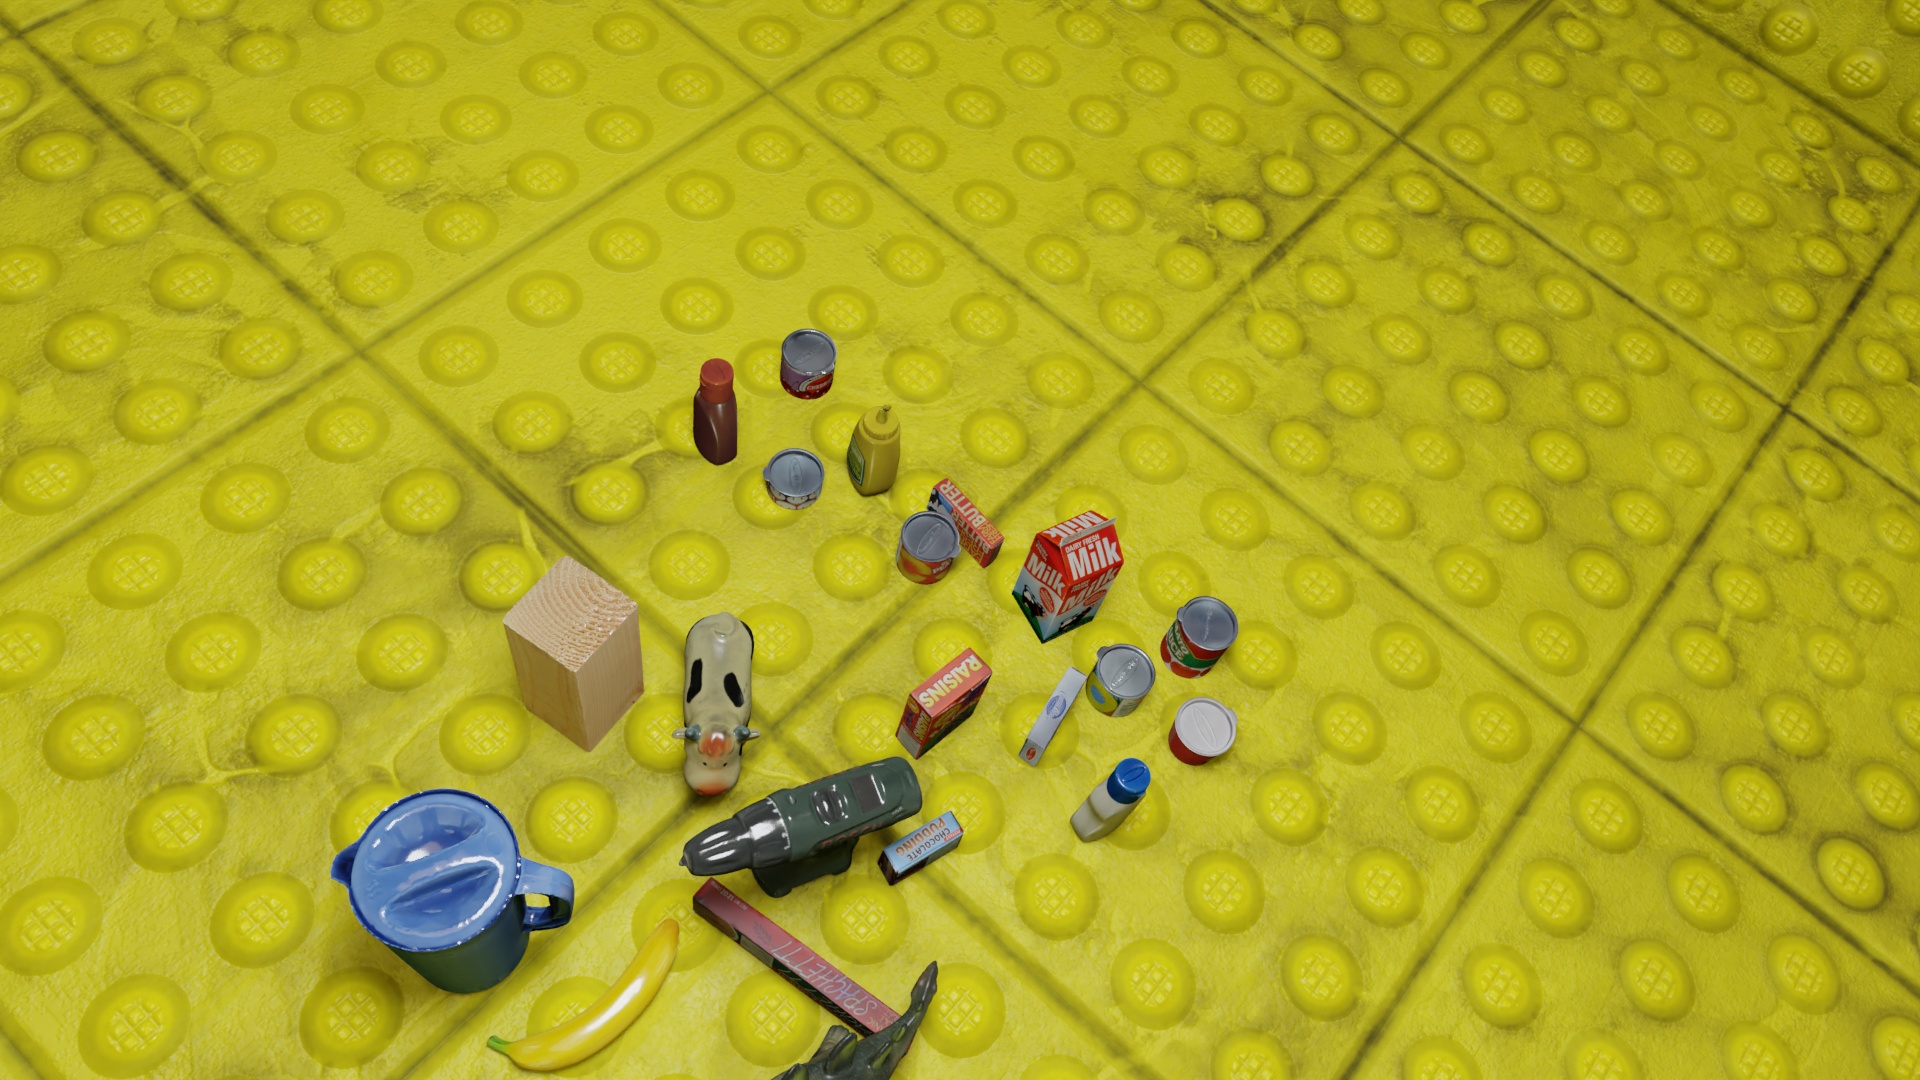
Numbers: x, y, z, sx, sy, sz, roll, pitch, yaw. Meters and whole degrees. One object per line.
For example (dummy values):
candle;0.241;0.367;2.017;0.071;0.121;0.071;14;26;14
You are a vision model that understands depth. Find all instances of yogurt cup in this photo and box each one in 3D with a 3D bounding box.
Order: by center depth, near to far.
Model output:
yogurt cup;0.261;0.212;1.521;0.072;0.053;0.073;5;60;-8

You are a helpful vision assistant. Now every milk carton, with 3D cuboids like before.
milk carton;0.119;0.032;1.517;0.072;0.189;0.073;-22;67;-21

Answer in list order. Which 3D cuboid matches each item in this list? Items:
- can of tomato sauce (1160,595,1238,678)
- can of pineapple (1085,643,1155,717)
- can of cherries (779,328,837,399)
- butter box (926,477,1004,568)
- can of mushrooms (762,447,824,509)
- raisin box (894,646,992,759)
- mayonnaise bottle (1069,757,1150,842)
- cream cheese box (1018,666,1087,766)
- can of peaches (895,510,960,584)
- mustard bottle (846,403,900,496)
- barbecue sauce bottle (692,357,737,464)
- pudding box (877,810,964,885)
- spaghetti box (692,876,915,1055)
can of tomato sauce;0.266;0.110;1.564;0.071;0.082;0.071;5;60;-8
can of pineapple;0.175;0.154;1.536;0.071;0.057;0.071;5;60;-8
can of cherries;-0.183;-0.210;1.674;0.071;0.058;0.072;5;60;-8
butter box;0.006;-0.020;1.605;0.024;0.053;0.103;-36;73;-26
can of mushrooms;-0.194;-0.071;1.607;0.071;0.033;0.071;5;60;-8
raisin box;-0.019;0.171;1.450;0.086;0.122;0.040;-35;73;-26
mayonnaise bottle;0.157;0.263;1.418;0.065;0.147;0.041;-25;68;-22
cream cheese box;0.099;0.190;1.503;0.024;0.053;0.104;31;60;7
can of peaches;-0.036;0.010;1.577;0.071;0.057;0.071;5;60;-8
mustard bottle;-0.096;-0.111;1.575;0.049;0.159;0.065;-18;66;-19
barbecue sauce bottle;-0.276;-0.148;1.569;0.044;0.147;0.065;-27;69;-23
pudding box;-0.040;0.312;1.409;0.084;0.049;0.030;-26;69;-23
spaghetti box;-0.150;0.411;1.331;0.250;0.050;0.029;33;60;9
